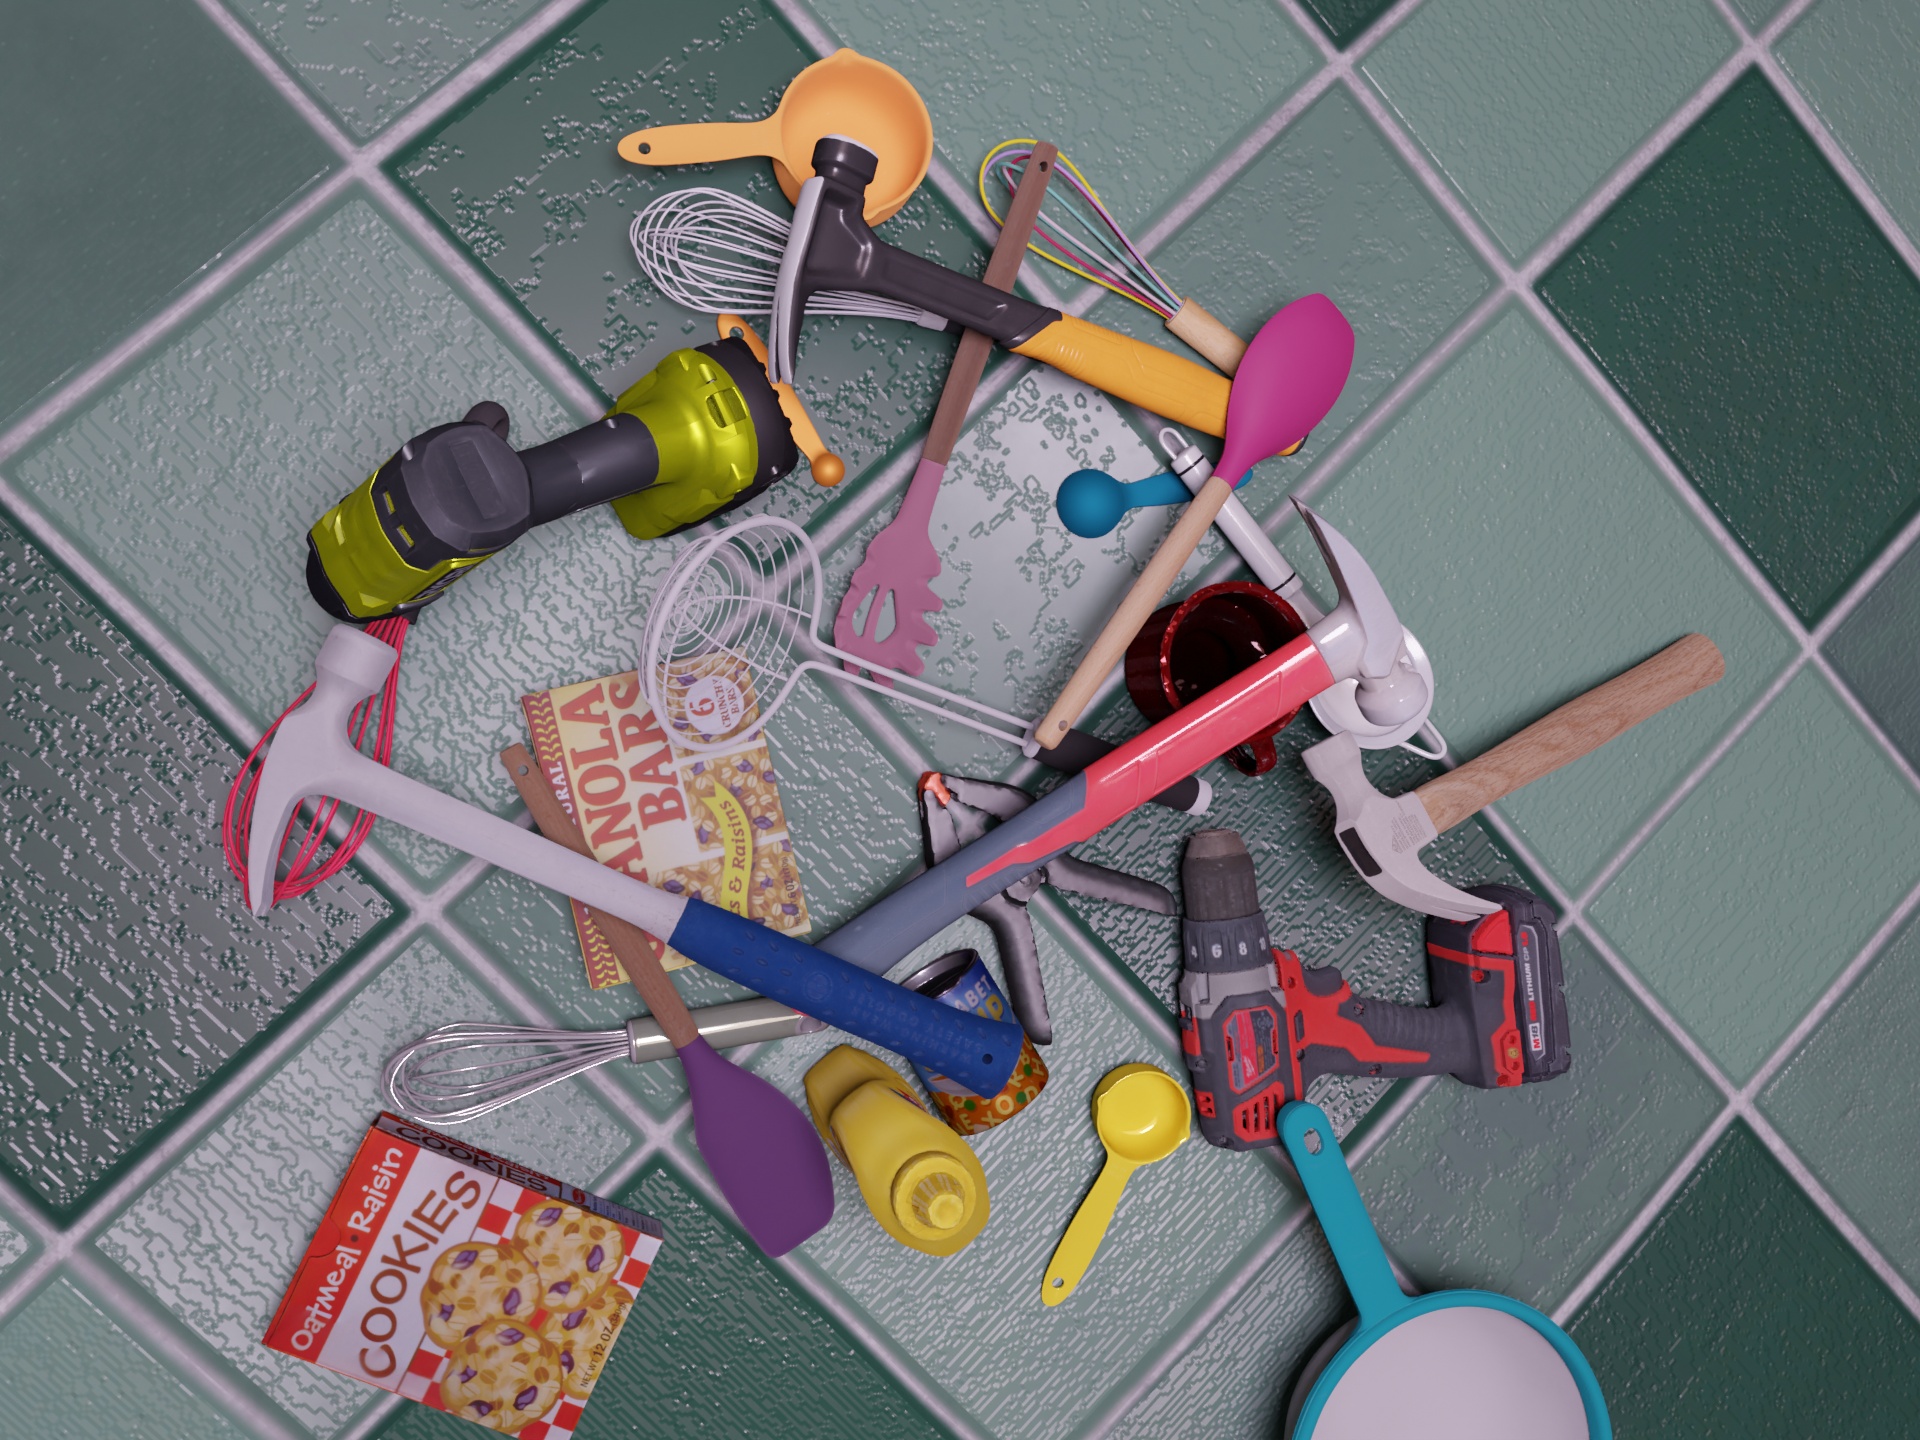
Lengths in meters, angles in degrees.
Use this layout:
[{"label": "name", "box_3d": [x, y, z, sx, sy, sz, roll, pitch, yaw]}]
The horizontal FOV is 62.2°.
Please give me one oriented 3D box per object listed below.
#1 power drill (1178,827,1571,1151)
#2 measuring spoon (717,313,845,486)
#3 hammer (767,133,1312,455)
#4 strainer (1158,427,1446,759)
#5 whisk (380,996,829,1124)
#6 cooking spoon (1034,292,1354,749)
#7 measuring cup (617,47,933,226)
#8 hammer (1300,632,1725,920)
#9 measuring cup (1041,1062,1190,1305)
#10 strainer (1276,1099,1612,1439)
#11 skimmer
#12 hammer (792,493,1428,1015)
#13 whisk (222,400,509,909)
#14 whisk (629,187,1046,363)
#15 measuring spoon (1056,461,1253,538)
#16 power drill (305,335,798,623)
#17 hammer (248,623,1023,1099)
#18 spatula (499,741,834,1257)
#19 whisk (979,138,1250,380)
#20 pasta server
[{"label": "power drill", "box_3d": [0.238, 0.149, 0.957, 0.226, 0.080, 0.188, -7, 90, -10]}, {"label": "measuring spoon", "box_3d": [-0.103, -0.185, 0.911, 0.021, 0.011, 0.117, -36, 97, -11]}, {"label": "hammer", "box_3d": [0.057, -0.202, 0.883, 0.336, 0.034, 0.127, 14, 94, -27]}, {"label": "strainer", "box_3d": [0.202, -0.075, 0.963, 0.087, 0.050, 0.258, -42, 97, -18]}, {"label": "whisk", "box_3d": [-0.188, 0.177, 0.871, 0.246, 0.059, 0.057, -7, 127, -17]}, {"label": "cooking spoon", "box_3d": [0.135, -0.114, 0.902, 0.068, 0.017, 0.319, 41, 77, -26]}, {"label": "measuring cup", "box_3d": [-0.104, -0.318, 0.893, 0.173, 0.052, 0.095, -8, 91, -12]}, {"label": "hammer", "box_3d": [0.355, 0.018, 0.963, 0.331, 0.031, 0.130, -23, 82, -28]}, {"label": "measuring cup", "box_3d": [0.084, 0.275, 0.947, 0.062, 0.029, 0.156, 25, 95, -12]}, {"label": "strainer", "box_3d": [0.246, 0.375, 0.943, 0.211, 0.095, 0.340, -24, 94, -14]}, {"label": "skimmer", "box_3d": [-0.001, -0.003, 0.864, 0.363, 0.090, 0.127, 20, 95, -23]}, {"label": "hammer", "box_3d": [0.059, 0.035, 0.855, 0.386, 0.038, 0.143, -32, 120, 4]}, {"label": "whisk", "box_3d": [-0.307, -0.038, 0.839, 0.073, 0.073, 0.296, 24, 79, -12]}, {"label": "whisk", "box_3d": [-0.046, -0.241, 0.905, 0.284, 0.070, 0.070, 10, 87, -18]}, {"label": "measuring spoon", "box_3d": [0.121, -0.140, 0.958, 0.128, 0.021, 0.042, -13, 92, -14]}, {"label": "power drill", "box_3d": [-0.206, -0.113, 0.789, 0.223, 0.171, 0.080, -29, 97, -43]}, {"label": "hammer", "box_3d": [-0.157, 0.103, 0.809, 0.405, 0.035, 0.144, 26, 81, -11]}, {"label": "spatula", "box_3d": [-0.157, 0.149, 0.850, 0.060, 0.018, 0.316, -33, 101, -16]}, {"label": "whisk", "box_3d": [0.114, -0.261, 0.949, 0.245, 0.051, 0.047, 34, 76, -14]}, {"label": "pasta server", "box_3d": [-0.003, -0.171, 0.894, 0.060, 0.040, 0.316, 18, 97, -22]}]
